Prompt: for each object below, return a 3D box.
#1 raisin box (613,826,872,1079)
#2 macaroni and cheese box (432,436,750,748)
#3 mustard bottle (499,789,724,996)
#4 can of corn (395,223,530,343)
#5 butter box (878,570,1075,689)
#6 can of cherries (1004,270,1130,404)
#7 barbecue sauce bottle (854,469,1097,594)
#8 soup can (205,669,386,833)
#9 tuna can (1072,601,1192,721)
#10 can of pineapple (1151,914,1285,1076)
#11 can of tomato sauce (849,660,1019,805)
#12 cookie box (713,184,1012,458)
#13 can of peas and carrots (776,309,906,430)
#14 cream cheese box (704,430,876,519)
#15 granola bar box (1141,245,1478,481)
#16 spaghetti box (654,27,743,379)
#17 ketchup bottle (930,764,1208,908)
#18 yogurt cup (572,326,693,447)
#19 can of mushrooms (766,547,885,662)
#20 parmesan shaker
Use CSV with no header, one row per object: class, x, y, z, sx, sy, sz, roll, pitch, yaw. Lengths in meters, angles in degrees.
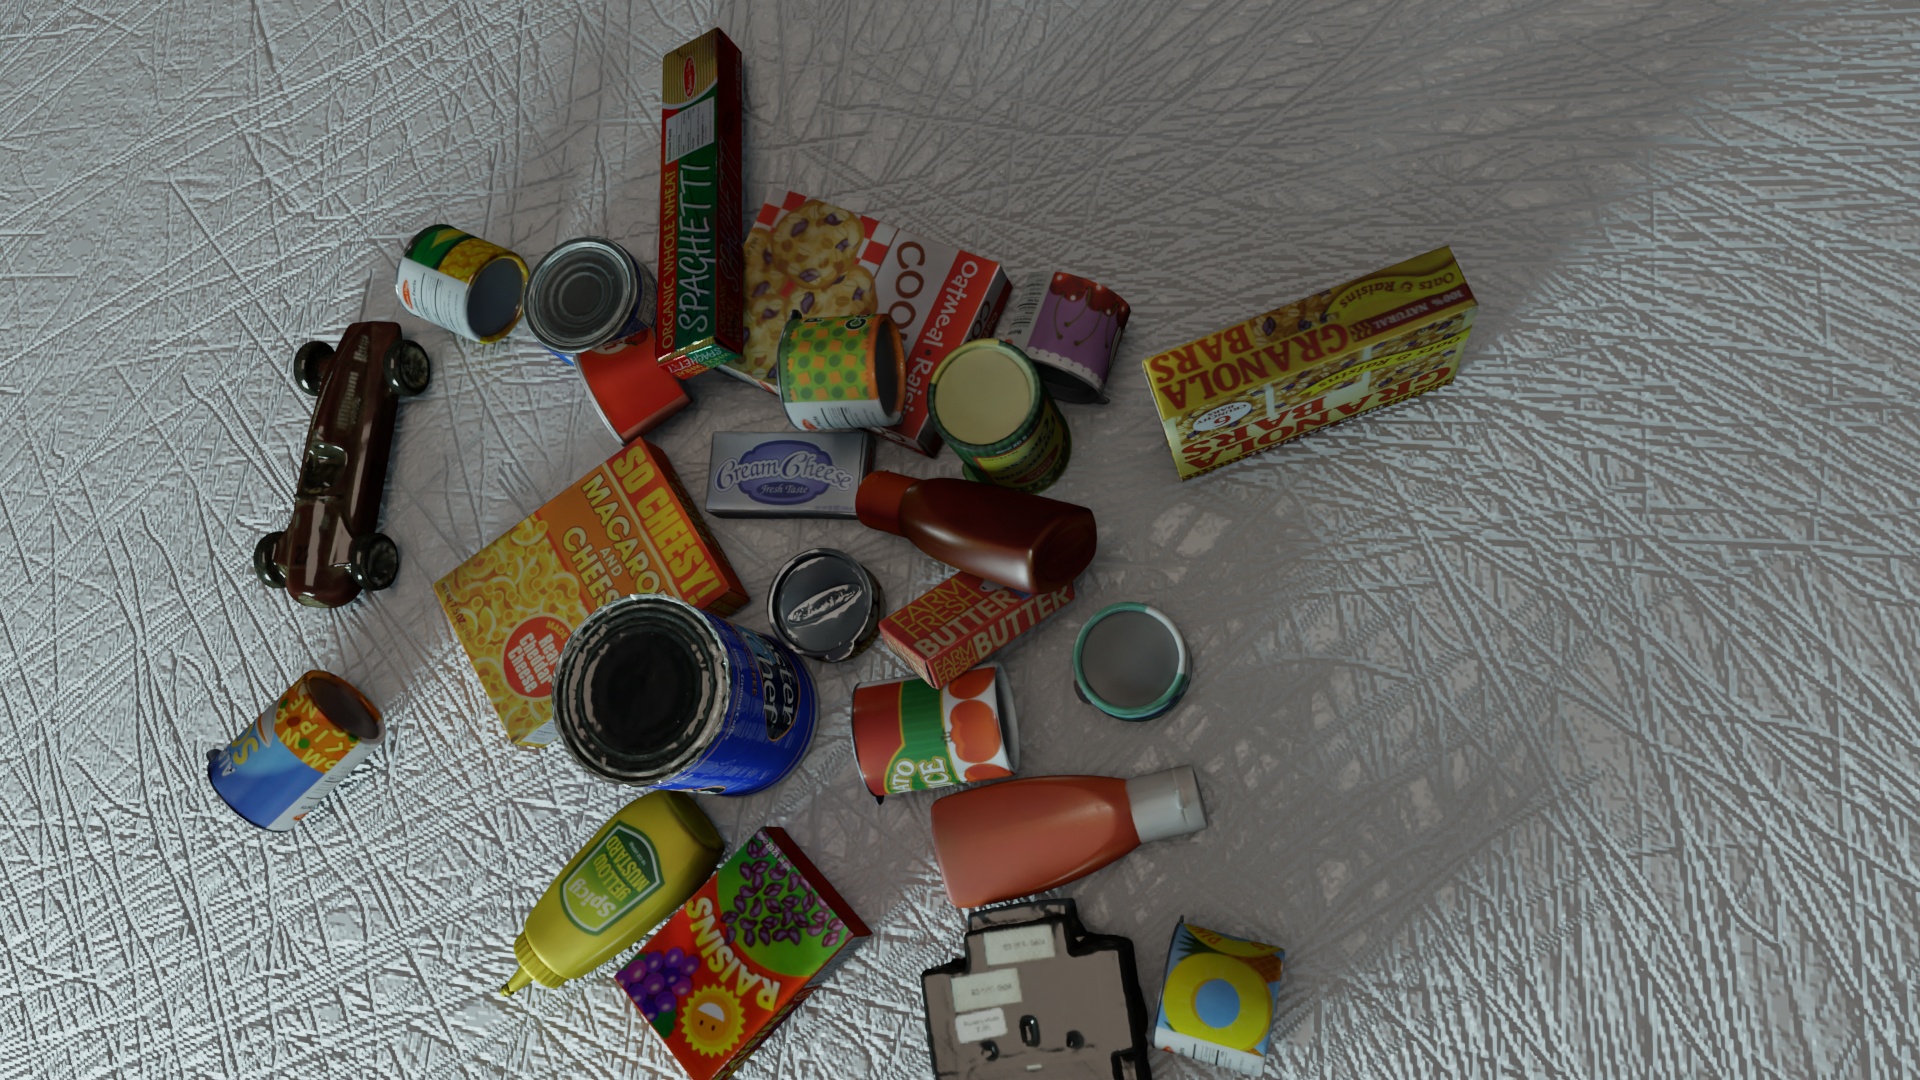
raisin box,-0.126,0.238,0.801,0.123,0.040,0.086,-45,72,-1
macaroni and cheese box,-0.233,0.032,0.875,0.166,0.040,0.124,-35,72,4
mustard bottle,-0.215,0.218,0.822,0.160,0.048,0.065,-44,70,0
can of corn,-0.332,-0.174,0.936,0.058,0.071,0.071,23,84,17
butter box,0.010,0.040,0.793,0.104,0.024,0.053,-32,38,-21
can of cherries,0.064,-0.120,0.828,0.071,0.071,0.058,17,81,17
barbecue sauce bottle,0.003,-0.010,0.802,0.148,0.065,0.043,16,124,39
soup can,-0.422,0.131,0.882,0.084,0.071,0.071,-43,72,0
tuna can,0.096,0.070,0.791,0.071,0.033,0.071,-3,76,13
can of pineapple,0.135,0.237,0.724,0.058,0.071,0.071,11,80,15
can of tomato sauce,-0.013,0.109,0.790,0.083,0.071,0.071,-11,75,10
cookie box,-0.068,-0.139,0.876,0.167,0.040,0.123,23,83,18
can of peas and carrots,-0.068,-0.101,0.809,0.059,0.071,0.071,-1,77,14
cream cheese box,-0.107,-0.040,0.870,0.104,0.024,0.053,1,77,14
granola bar box,0.188,-0.092,0.759,0.165,0.124,0.039,-20,73,8
spaghetti box,-0.168,-0.221,0.898,0.050,0.028,0.251,-17,63,26
ketchup bottle,0.061,0.159,0.772,0.149,0.043,0.065,-15,75,10
yogurt cup,-0.207,-0.101,0.889,0.054,0.072,0.072,-28,72,-2
can of mushrooms,-0.080,0.042,0.839,0.071,0.033,0.071,-3,76,12
parmesan shaker,0.022,-0.067,0.804,0.071,0.103,0.071,-3,77,13
